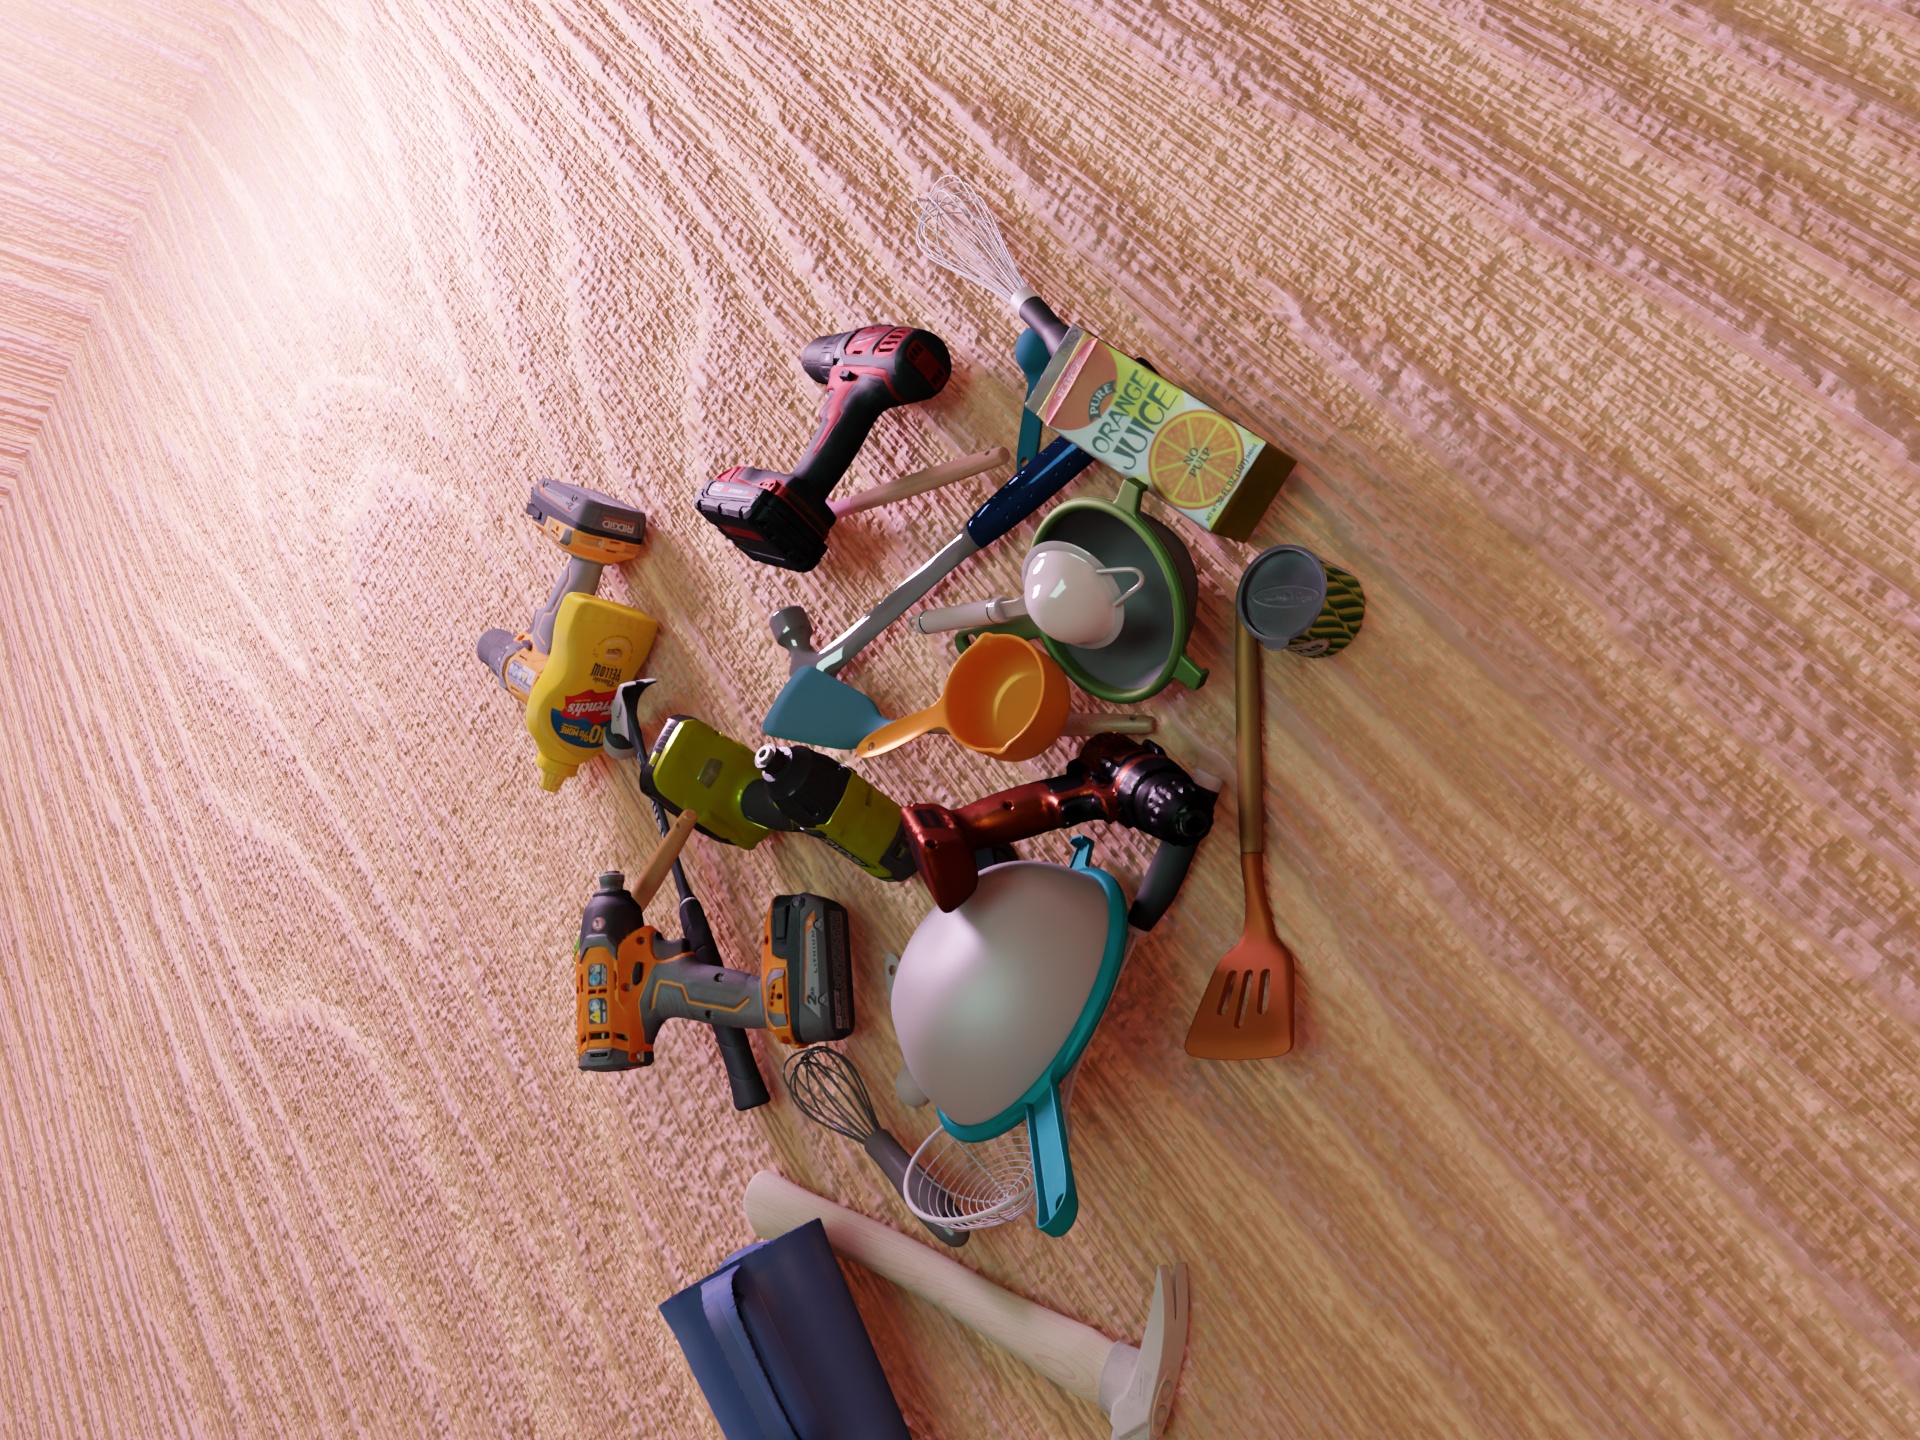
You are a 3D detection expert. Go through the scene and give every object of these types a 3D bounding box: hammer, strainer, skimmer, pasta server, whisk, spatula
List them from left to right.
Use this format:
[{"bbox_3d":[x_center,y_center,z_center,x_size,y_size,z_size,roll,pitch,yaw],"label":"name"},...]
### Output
[{"bbox_3d":[-0.241,0.148,1.400,0.409,0.036,0.149,67,155,23],"label":"hammer"},{"bbox_3d":[-0.075,-0.192,1.331,0.316,0.040,0.060,-8,53,48],"label":"pasta server"},{"bbox_3d":[-0.066,0.322,1.214,0.239,0.055,0.055,35,104,47],"label":"whisk"},{"bbox_3d":[-0.014,0.405,1.176,0.411,0.038,0.146,11,86,42],"label":"hammer"},{"bbox_3d":[-0.002,-0.004,1.220,0.317,0.044,0.082,0,42,29],"label":"spatula"},{"bbox_3d":[0.007,-0.137,1.273,0.405,0.035,0.144,-39,64,27],"label":"hammer"},{"bbox_3d":[0.018,0.199,1.038,0.211,0.095,0.341,-52,16,16],"label":"strainer"},{"bbox_3d":[0.033,-0.080,1.168,0.258,0.050,0.086,-4,119,55],"label":"strainer"},{"bbox_3d":[0.038,-0.351,1.271,0.070,0.070,0.285,-50,51,21],"label":"whisk"},{"bbox_3d":[0.074,0.191,1.111,0.363,0.090,0.127,-66,21,6],"label":"skimmer"},{"bbox_3d":[0.092,-0.085,1.182,0.256,0.069,0.151,-13,98,54],"label":"strainer"},{"bbox_3d":[0.192,0.065,1.072,0.081,0.041,0.323,-10,73,40],"label":"spatula"}]

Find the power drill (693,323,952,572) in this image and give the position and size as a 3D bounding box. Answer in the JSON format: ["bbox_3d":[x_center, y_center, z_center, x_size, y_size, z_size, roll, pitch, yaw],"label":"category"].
[{"bbox_3d":[-0.124,-0.244,1.349,0.188,0.080,0.227,20,71,52],"label":"power drill"}]

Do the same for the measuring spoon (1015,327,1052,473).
[{"bbox_3d":[0.053,-0.257,1.273,0.042,0.021,0.128,3,84,41],"label":"measuring spoon"}]

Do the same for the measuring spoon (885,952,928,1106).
[{"bbox_3d":[-0.048,0.242,1.252,0.034,0.018,0.124,-29,62,33],"label":"measuring spoon"}]

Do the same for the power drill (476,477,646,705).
[{"bbox_3d":[-0.414,-0.126,1.611,0.185,0.084,0.226,27,102,43],"label":"power drill"}]

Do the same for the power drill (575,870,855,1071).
[{"bbox_3d":[-0.207,0.196,1.297,0.226,0.084,0.164,-7,78,12],"label":"power drill"}]

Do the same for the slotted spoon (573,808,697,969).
[{"bbox_3d":[-0.287,0.162,1.395,0.070,0.031,0.313,56,137,17],"label":"slotted spoon"}]

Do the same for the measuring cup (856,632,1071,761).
[{"bbox_3d":[0.003,0.001,1.172,0.173,0.052,0.095,-23,62,31],"label":"measuring cup"}]

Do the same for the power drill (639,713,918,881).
[{"bbox_3d":[-0.152,0.057,1.284,0.223,0.171,0.080,8,66,46],"label":"power drill"}]
